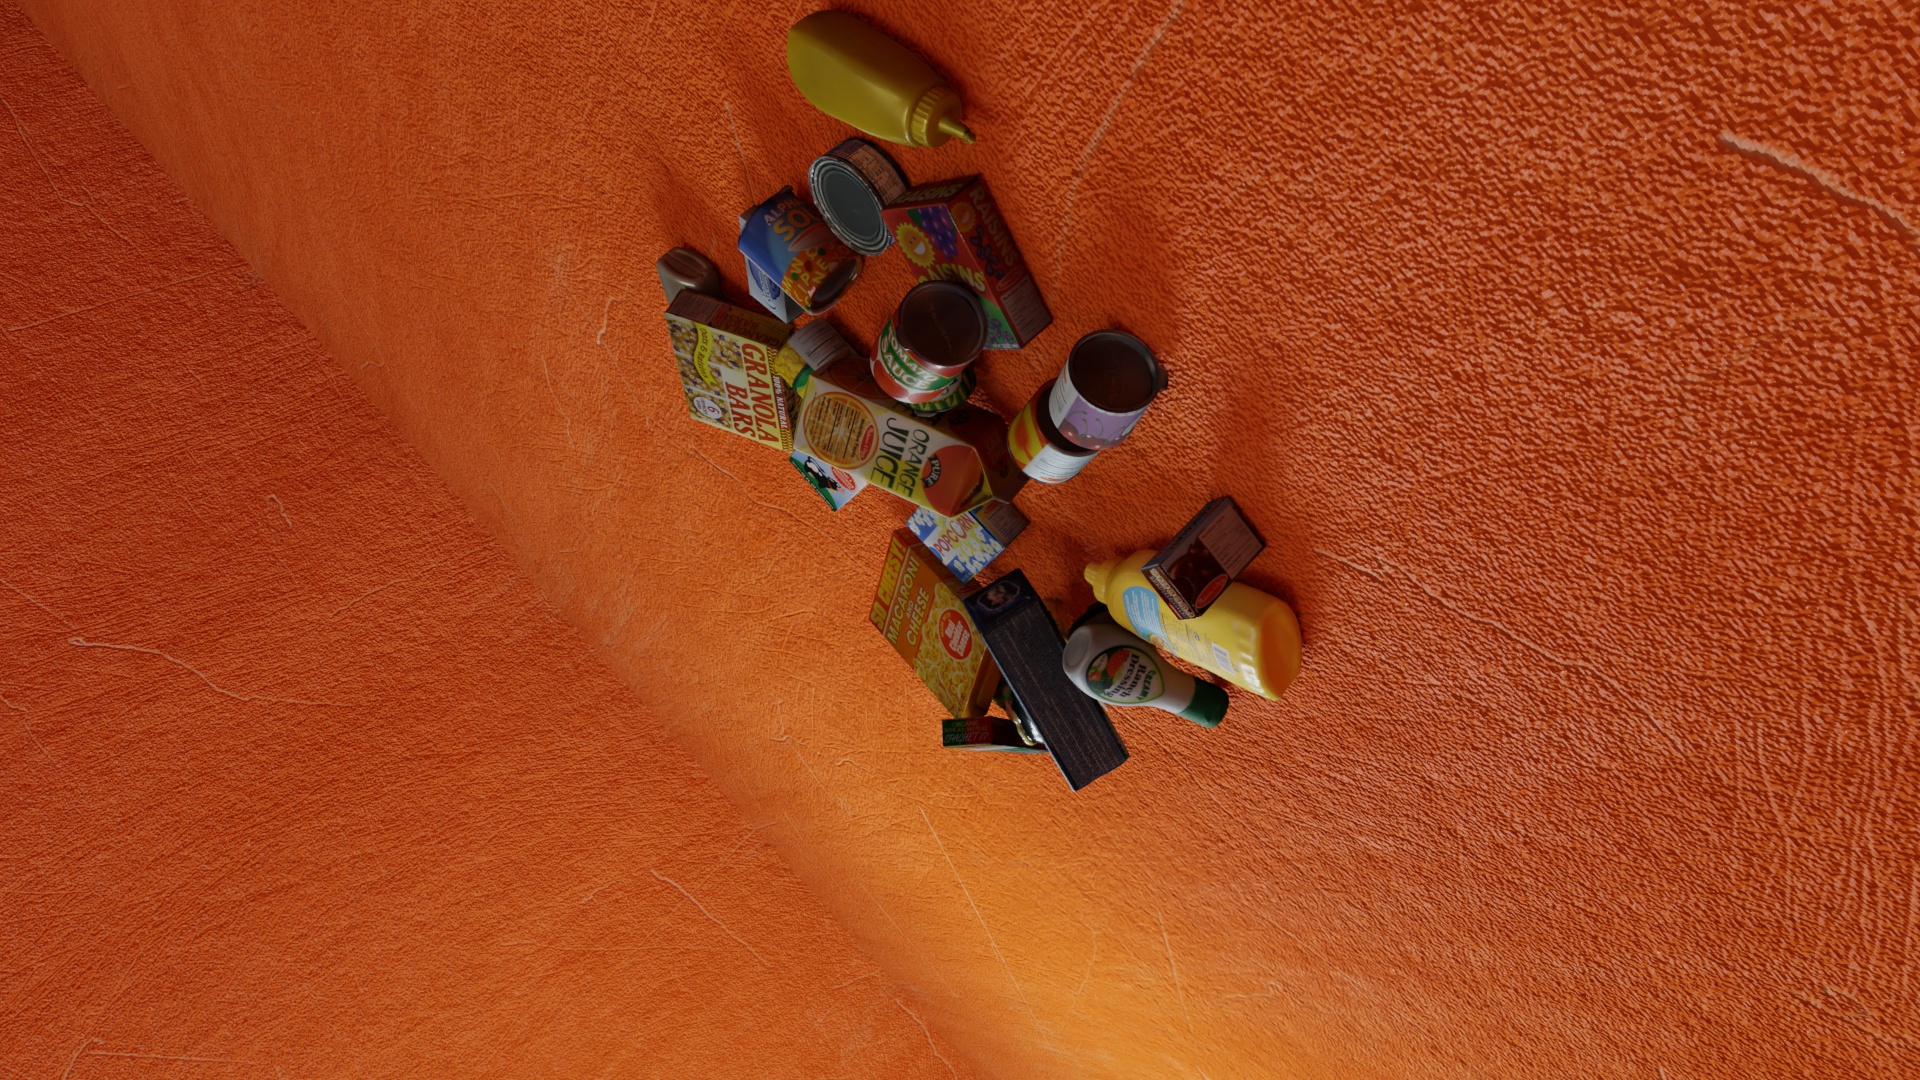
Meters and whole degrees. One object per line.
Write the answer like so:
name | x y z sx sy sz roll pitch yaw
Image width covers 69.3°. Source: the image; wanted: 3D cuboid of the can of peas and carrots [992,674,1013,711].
can of peas and carrots | 0.054 0.142 1.412 0.059 0.071 0.070 38 154 18

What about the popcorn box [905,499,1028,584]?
popcorn box | 0.005 -0.016 1.295 0.085 0.038 0.126 46 155 1

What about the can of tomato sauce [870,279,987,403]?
can of tomato sauce | -0.026 -0.143 1.019 0.071 0.071 0.083 48 157 -2

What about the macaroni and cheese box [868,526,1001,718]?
macaroni and cheese box | -0.020 0.082 1.390 0.167 0.040 0.123 46 133 34

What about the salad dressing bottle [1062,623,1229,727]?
salad dressing bottle | 0.158 0.117 1.167 0.147 0.064 0.044 24 -165 -22

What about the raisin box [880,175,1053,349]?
raisin box | 0.005 -0.201 1.017 0.086 0.040 0.123 12 139 54

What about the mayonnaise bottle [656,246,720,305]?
mayonnaise bottle | -0.267 -0.229 1.417 0.065 0.041 0.147 33 153 21

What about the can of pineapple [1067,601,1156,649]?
can of pineapple | 0.135 0.094 1.216 0.071 0.071 0.057 13 138 51

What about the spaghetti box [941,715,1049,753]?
spaghetti box | 0.044 0.198 1.399 0.050 0.029 0.250 -6 169 18

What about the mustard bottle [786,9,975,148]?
mustard bottle | -0.048 -0.302 0.938 0.160 0.049 0.065 36 153 23

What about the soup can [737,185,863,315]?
soup can | -0.131 -0.240 1.150 0.084 0.071 0.071 43 155 9

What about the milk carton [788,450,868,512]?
milk carton | -0.089 -0.096 1.284 0.072 0.074 0.190 50 155 -4

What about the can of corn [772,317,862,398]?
can of corn | -0.129 -0.159 1.262 0.058 0.071 0.071 46 155 4

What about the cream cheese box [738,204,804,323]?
cream cheese box | -0.169 -0.248 1.247 0.053 0.024 0.103 39 154 21

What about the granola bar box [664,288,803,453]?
granola bar box | -0.221 -0.168 1.391 0.124 0.039 0.164 20 149 12

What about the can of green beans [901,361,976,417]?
can of green beans | -0.023 -0.145 1.112 0.071 0.071 0.057 31 150 32

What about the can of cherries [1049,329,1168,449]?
can of cherries | 0.103 -0.104 0.972 0.071 0.072 0.058 43 155 9

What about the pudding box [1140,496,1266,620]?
pudding box | 0.175 0.012 1.003 0.049 0.084 0.030 51 156 -8

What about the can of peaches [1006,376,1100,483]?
can of peaches | 0.074 -0.085 1.046 0.071 0.071 0.058 47 156 2

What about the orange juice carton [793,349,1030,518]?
orange juice carton | -0.035 -0.082 1.157 0.193 0.072 0.072 24 121 10
